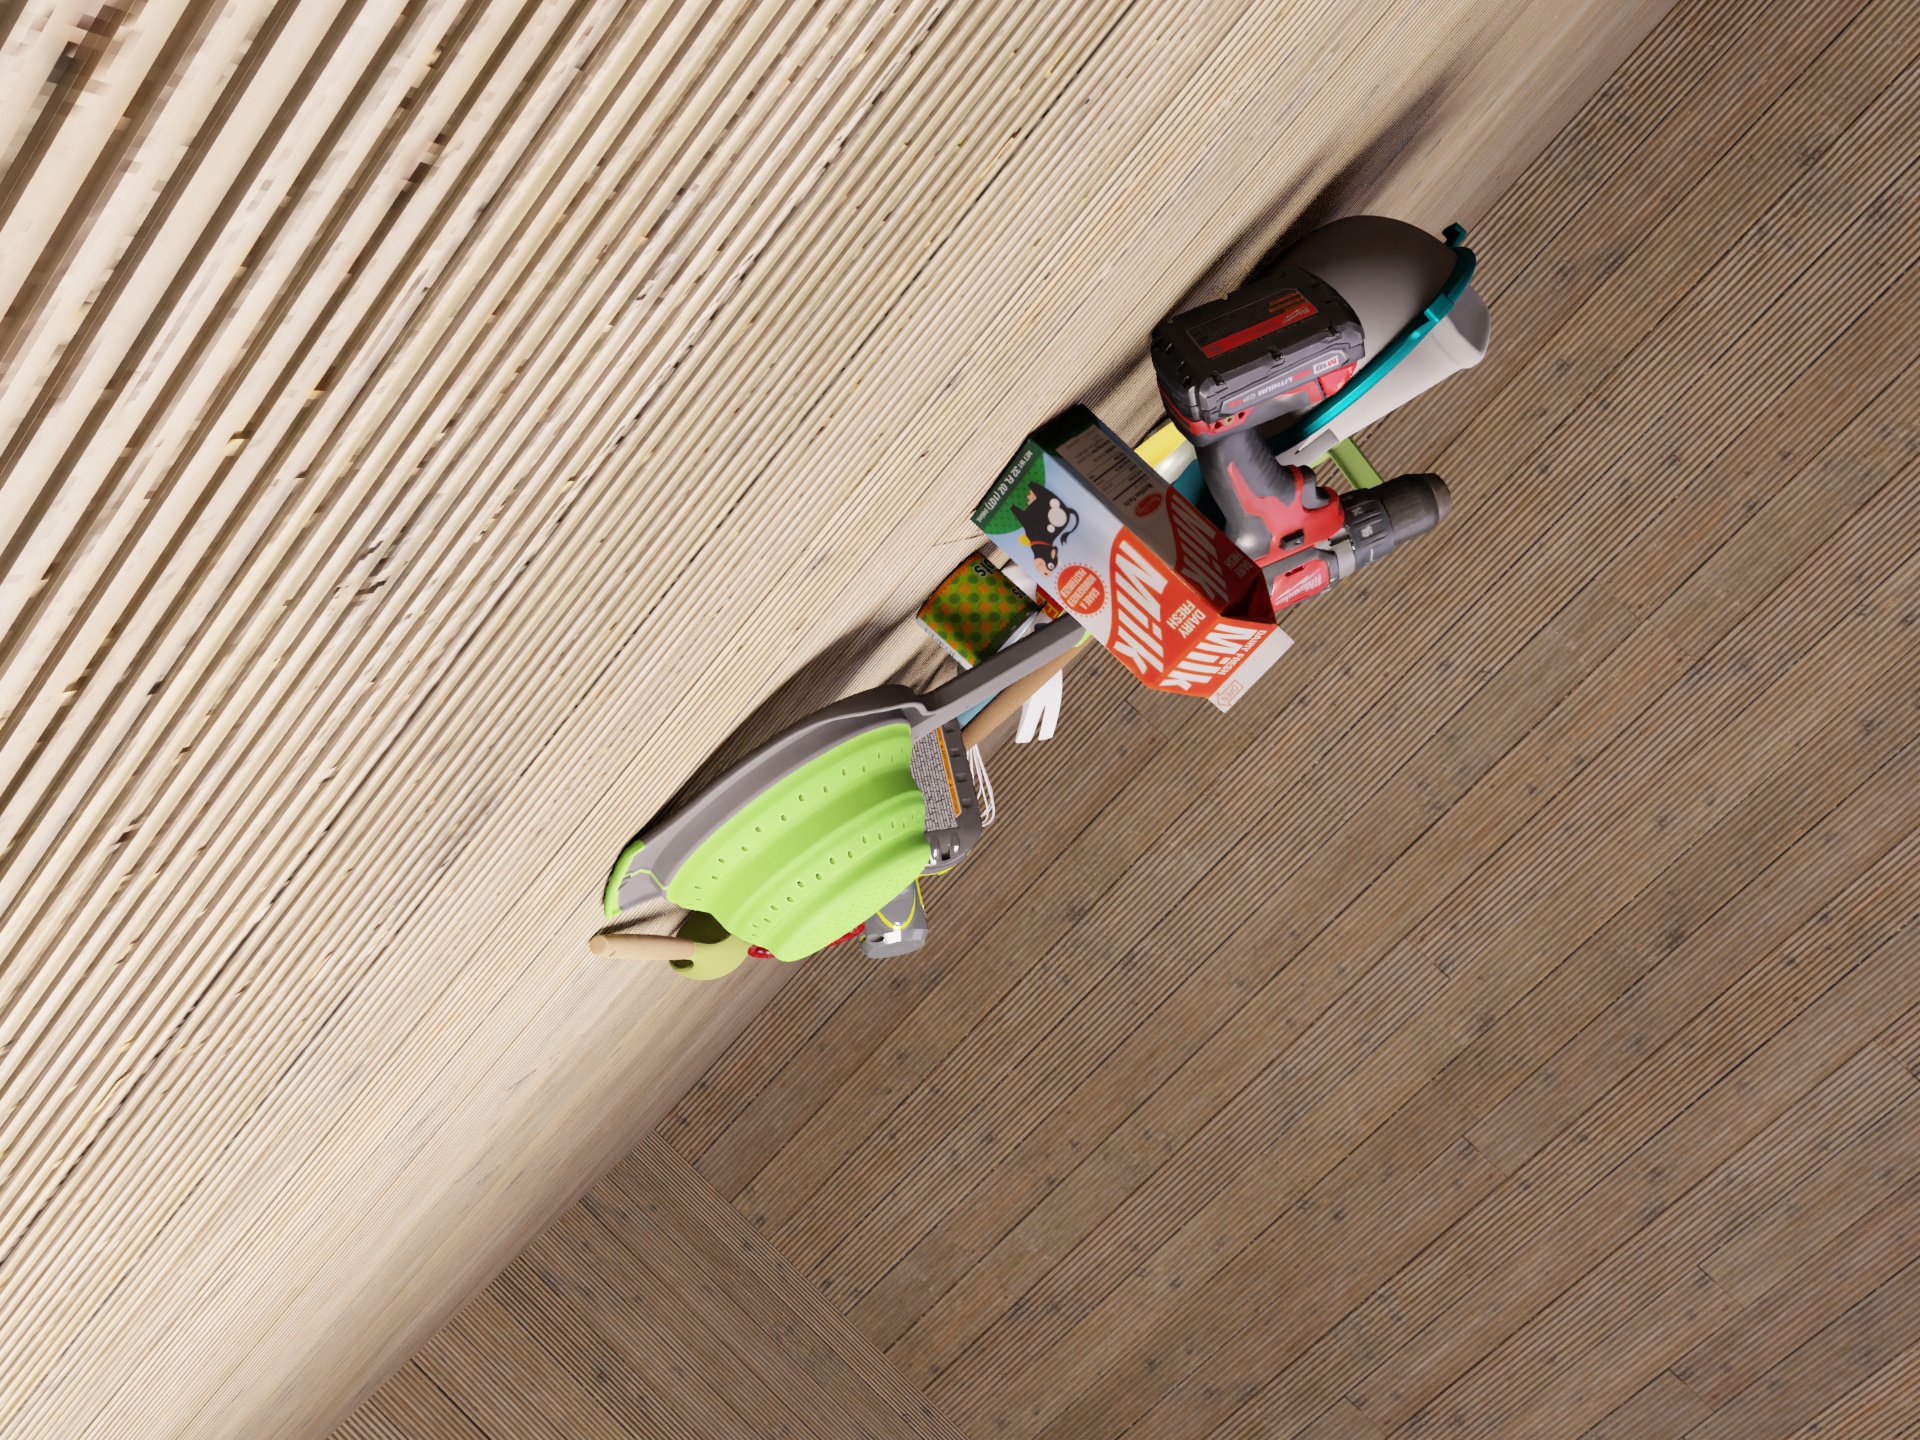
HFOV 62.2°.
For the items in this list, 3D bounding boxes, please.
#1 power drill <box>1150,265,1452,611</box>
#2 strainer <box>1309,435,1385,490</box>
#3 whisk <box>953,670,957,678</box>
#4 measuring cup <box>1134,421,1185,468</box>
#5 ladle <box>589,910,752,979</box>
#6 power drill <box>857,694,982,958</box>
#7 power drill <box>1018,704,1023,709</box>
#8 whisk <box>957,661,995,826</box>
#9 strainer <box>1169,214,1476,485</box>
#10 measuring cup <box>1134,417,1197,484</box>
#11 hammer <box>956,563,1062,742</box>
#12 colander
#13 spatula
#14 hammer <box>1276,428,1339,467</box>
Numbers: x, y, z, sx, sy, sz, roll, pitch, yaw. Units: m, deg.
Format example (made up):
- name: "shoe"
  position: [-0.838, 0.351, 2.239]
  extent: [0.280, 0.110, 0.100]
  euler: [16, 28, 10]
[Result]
- name: "power drill"
  position: [0.223, -0.172, 1.026]
  extent: [0.188, 0.080, 0.226]
  euler: [-23, 135, -1]
- name: "strainer"
  position: [0.297, -0.260, 1.361]
  extent: [0.069, 0.257, 0.151]
  euler: [18, 125, -36]
- name: "whisk"
  position: [0.089, -0.118, 1.479]
  extent: [0.284, 0.070, 0.070]
  euler: [-52, 176, -6]
- name: "measuring cup"
  position: [0.187, -0.247, 1.320]
  extent: [0.156, 0.062, 0.029]
  euler: [-37, -169, 30]
- name: "ladle"
  position: [-0.213, 0.155, 1.146]
  extent: [0.078, 0.062, 0.320]
  euler: [-39, 169, 0]
- name: "power drill"
  position: [-0.054, 0.075, 1.247]
  extent: [0.080, 0.171, 0.223]
  euler: [-7, 158, -16]
- name: "power drill"
  position: [0.144, -0.120, 1.839]
  extent: [0.226, 0.084, 0.185]
  euler: [-39, 171, -33]
- name: "whisk"
  position: [0.006, 0.017, 1.446]
  extent: [0.246, 0.059, 0.058]
  euler: [91, 21, -46]
- name: "strainer"
  position: [0.211, -0.257, 1.169]
  extent: [0.340, 0.095, 0.211]
  euler: [-37, -166, 35]
- name: "measuring cup"
  position: [0.151, -0.198, 1.384]
  extent: [0.167, 0.038, 0.083]
  euler: [-45, 169, 12]
- name: "hammer"
  position: [-0.002, -0.004, 1.352]
  extent: [0.033, 0.128, 0.331]
  euler: [-7, 162, -28]
- name: "colander"
  position: [-0.024, 0.039, 0.979]
  extent: [0.397, 0.094, 0.204]
  euler: [-31, 167, -29]
- name: "spatula"
  position: [0.088, -0.060, 1.176]
  extent: [0.317, 0.082, 0.044]
  euler: [-42, 179, 31]
- name: "hammer"
  position: [0.196, -0.166, 1.322]
  extent: [0.127, 0.034, 0.337]
  euler: [-43, -176, -12]
